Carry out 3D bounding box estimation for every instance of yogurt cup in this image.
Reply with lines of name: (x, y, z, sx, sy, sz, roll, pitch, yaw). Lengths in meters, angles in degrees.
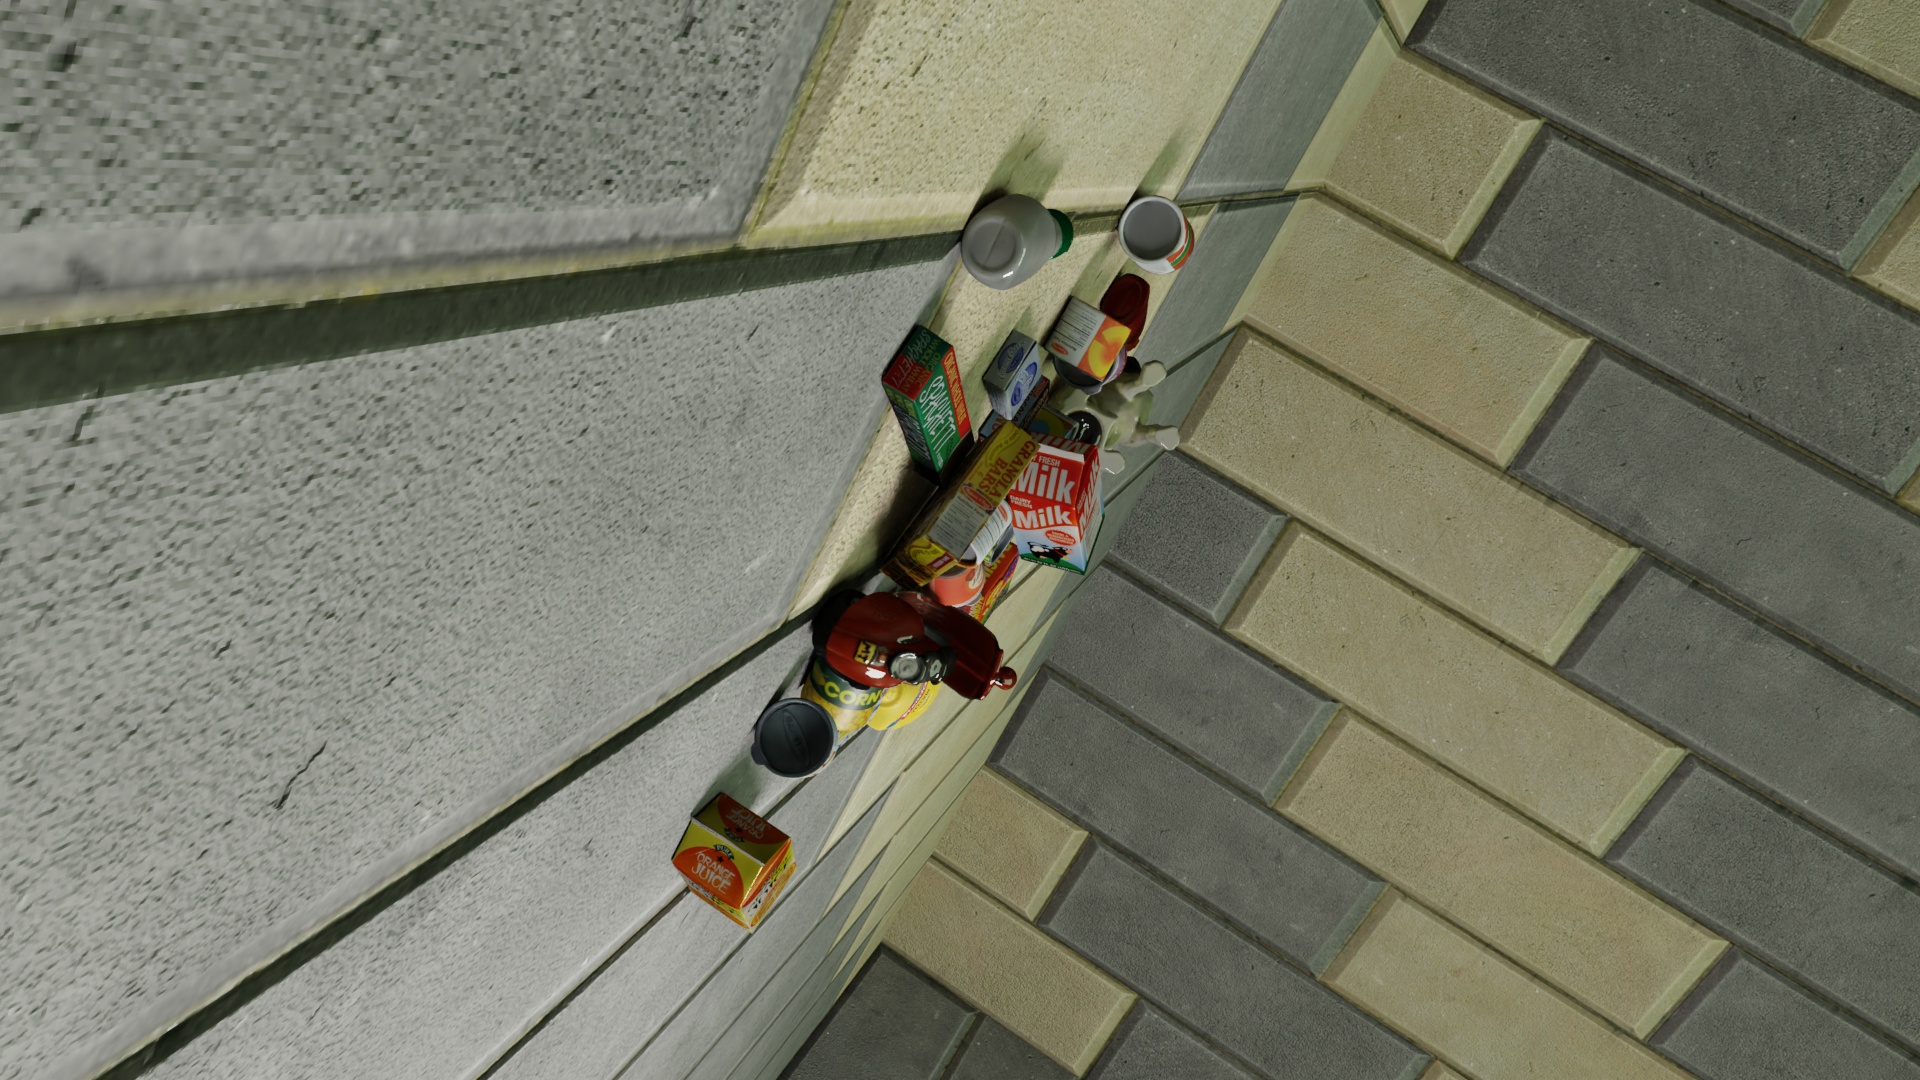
yogurt cup: (-0.011, 0.025, 1.359, 0.072, 0.072, 0.053, -54, 161, -22)

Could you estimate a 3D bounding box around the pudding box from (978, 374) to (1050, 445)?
pudding box: (0.050, -0.118, 1.314, 0.084, 0.030, 0.049, -56, 171, -13)

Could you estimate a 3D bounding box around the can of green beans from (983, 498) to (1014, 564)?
can of green beans: (0.024, -0.018, 1.407, 0.071, 0.058, 0.071, -56, 170, -15)

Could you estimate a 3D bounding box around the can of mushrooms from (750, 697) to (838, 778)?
can of mushrooms: (-0.138, 0.165, 1.154, 0.071, 0.071, 0.033, -57, 171, -5)

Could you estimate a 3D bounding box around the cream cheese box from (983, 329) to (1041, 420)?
cream cheese box: (0.047, -0.145, 1.229, 0.053, 0.024, 0.103, -58, 170, -5)

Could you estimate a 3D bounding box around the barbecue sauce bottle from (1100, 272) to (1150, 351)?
barbecue sauce bottle: (0.182, -0.244, 1.540, 0.065, 0.044, 0.148, -57, 171, -4)

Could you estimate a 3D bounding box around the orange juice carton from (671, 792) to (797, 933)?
orange juice carton: (-0.193, 0.277, 1.199, 0.073, 0.072, 0.192, -54, 170, -22)

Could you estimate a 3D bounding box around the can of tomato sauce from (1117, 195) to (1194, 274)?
can of tomato sauce: (0.191, -0.299, 1.353, 0.071, 0.071, 0.083, -60, 169, 11)

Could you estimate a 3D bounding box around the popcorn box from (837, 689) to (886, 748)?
popcorn box: (-0.108, 0.152, 1.340, 0.085, 0.038, 0.127, -63, 169, 20)

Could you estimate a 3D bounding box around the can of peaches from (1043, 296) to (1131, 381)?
can of peaches: (0.123, -0.193, 1.331, 0.058, 0.071, 0.071, -61, 170, 11)

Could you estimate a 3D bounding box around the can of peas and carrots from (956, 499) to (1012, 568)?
can of peas and carrots: (0.005, -0.016, 1.304, 0.059, 0.071, 0.070, -53, 169, -27)

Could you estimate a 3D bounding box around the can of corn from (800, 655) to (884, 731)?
can of corn: (-0.099, 0.125, 1.204, 0.071, 0.071, 0.058, -43, 163, -56)

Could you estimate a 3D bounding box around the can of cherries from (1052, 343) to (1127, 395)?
can of cherries: (0.131, -0.184, 1.397, 0.071, 0.071, 0.058, -61, 171, 17)

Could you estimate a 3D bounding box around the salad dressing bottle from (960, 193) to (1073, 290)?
salad dressing bottle: (0.044, -0.209, 0.964, 0.064, 0.044, 0.148, -64, 170, 21)

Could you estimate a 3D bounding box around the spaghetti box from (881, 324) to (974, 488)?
spaghetti box: (-0.021, -0.094, 1.038, 0.050, 0.029, 0.249, -56, 170, -8)

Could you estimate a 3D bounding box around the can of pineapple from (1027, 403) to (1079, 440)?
can of pineapple: (0.079, -0.105, 1.414, 0.071, 0.058, 0.071, -55, 170, -14)

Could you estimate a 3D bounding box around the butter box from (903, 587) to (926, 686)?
butter box: (-0.043, 0.092, 1.409, 0.053, 0.024, 0.103, -45, 141, -50)

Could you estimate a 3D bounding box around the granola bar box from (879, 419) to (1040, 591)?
granola bar box: (-0.004, -0.025, 1.175, 0.124, 0.039, 0.165, -54, -174, -18)

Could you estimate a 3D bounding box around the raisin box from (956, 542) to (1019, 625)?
raisin box: (0.031, 0.058, 1.741, 0.086, 0.040, 0.122, -52, 168, -28)

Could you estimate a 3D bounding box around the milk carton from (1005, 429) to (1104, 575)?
milk carton: (0.092, -0.044, 1.344, 0.189, 0.072, 0.074, 73, 35, -63)
